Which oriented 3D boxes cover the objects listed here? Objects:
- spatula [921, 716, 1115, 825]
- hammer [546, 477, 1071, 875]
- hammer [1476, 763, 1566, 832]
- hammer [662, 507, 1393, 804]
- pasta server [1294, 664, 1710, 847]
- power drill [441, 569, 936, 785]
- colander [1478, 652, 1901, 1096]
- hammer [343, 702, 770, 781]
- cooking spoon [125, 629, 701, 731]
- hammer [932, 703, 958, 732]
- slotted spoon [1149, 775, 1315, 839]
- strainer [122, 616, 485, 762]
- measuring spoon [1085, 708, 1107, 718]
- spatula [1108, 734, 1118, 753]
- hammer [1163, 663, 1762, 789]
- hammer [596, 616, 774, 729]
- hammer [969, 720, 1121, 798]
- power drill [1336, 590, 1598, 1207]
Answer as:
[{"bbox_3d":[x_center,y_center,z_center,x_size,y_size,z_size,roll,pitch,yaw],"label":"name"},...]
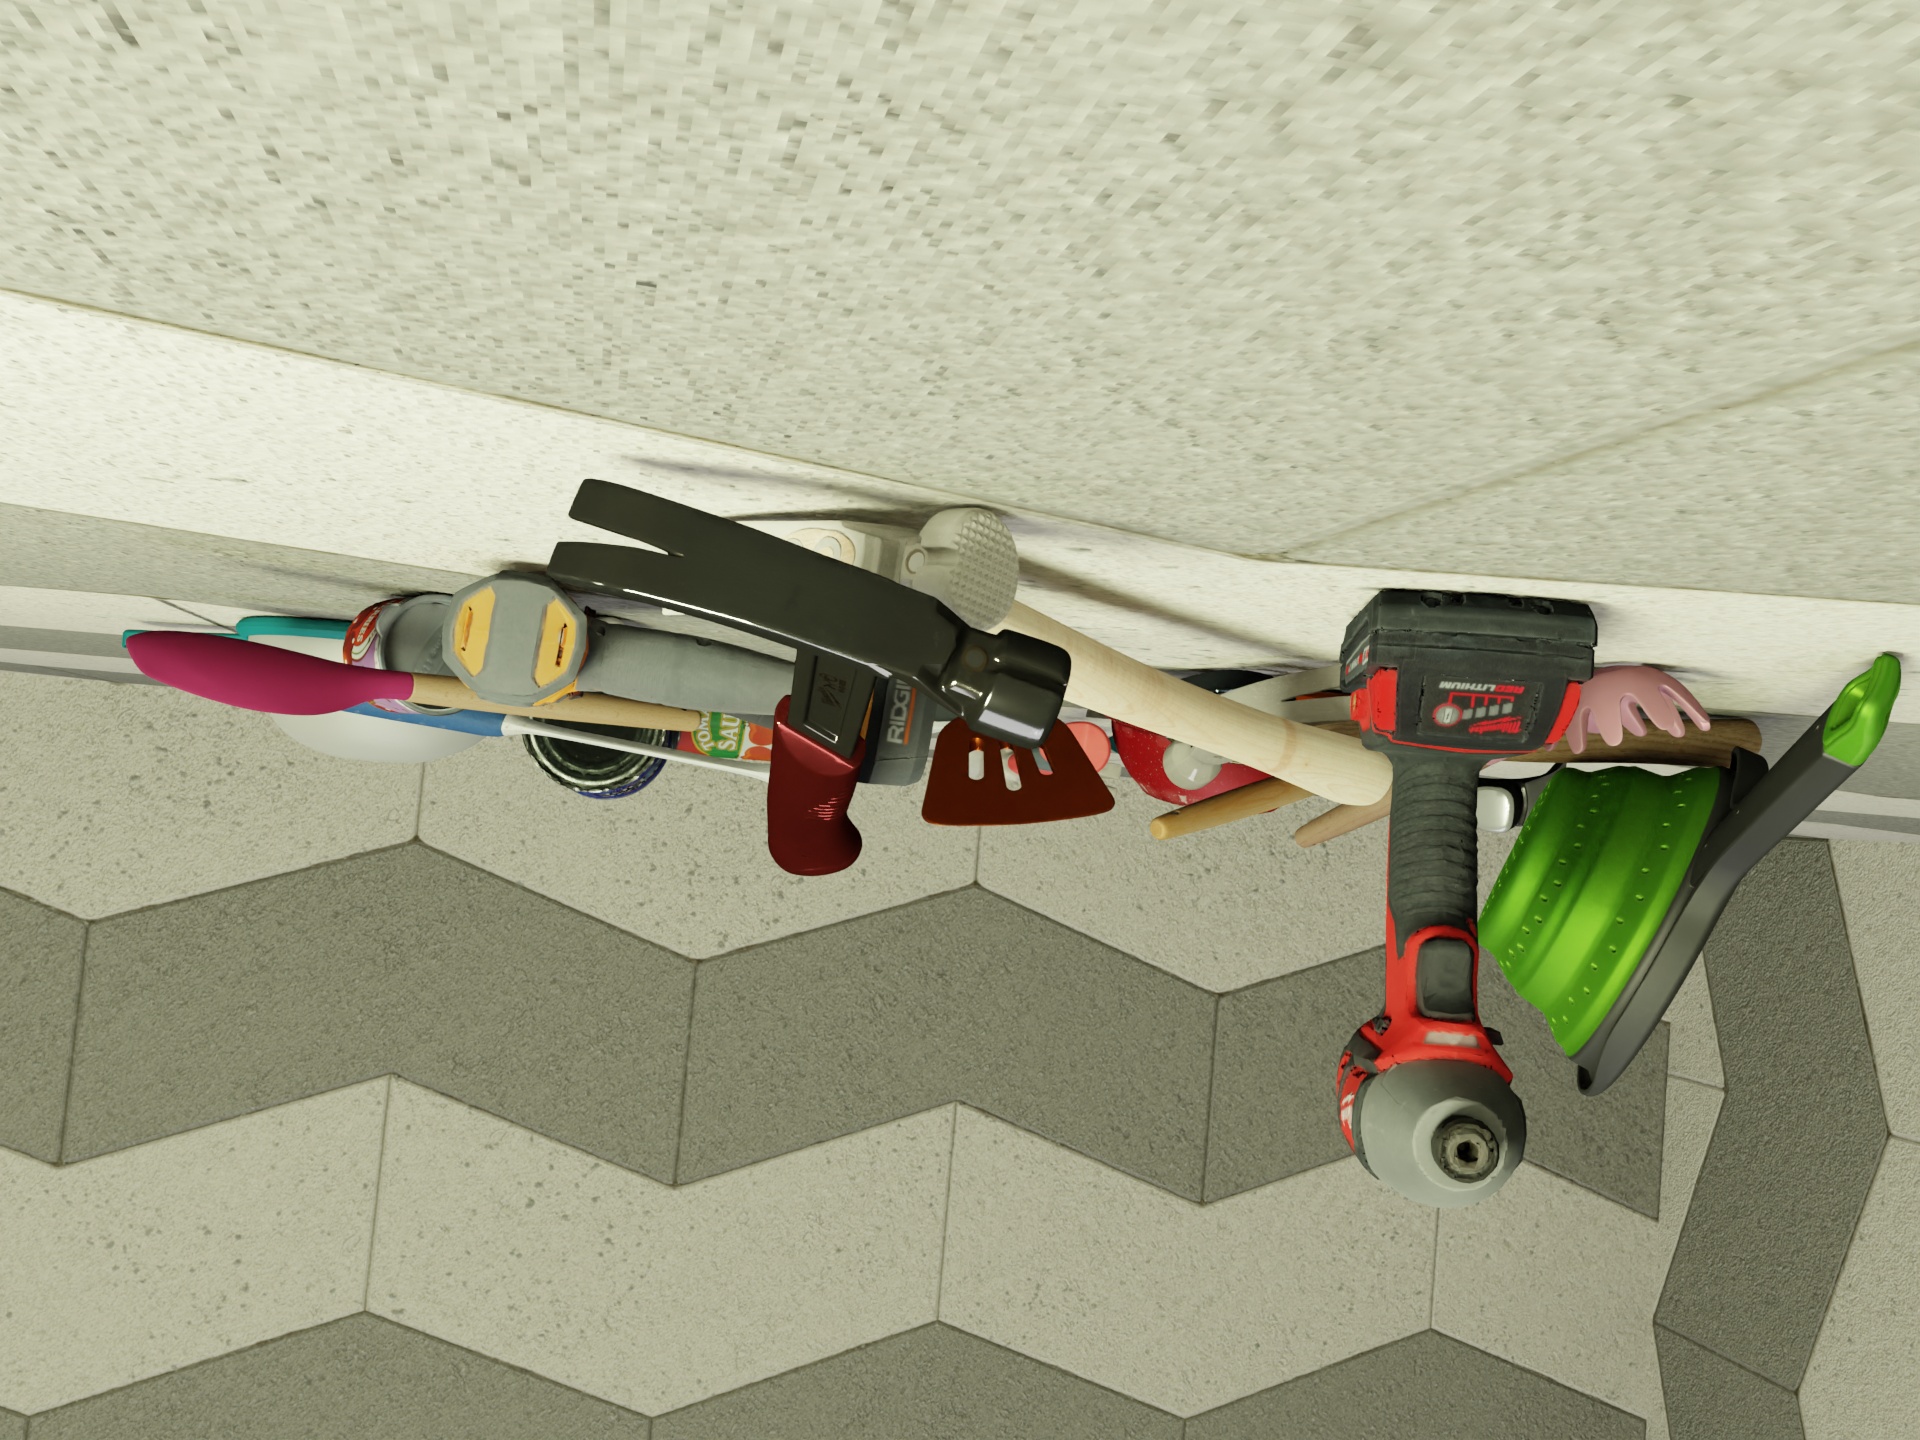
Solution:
[{"bbox_3d":[0.012,0.002,0.805,0.081,0.041,0.323,-4,-172,-4],"label":"spatula"},{"bbox_3d":[-0.064,0.011,0.609,0.149,0.037,0.359,19,164,-3],"label":"hammer"},{"bbox_3d":[0.260,0.027,1.153,0.337,0.034,0.127,10,-165,39],"label":"hammer"},{"bbox_3d":[0.066,-0.012,0.670,0.146,0.038,0.410,4,171,39],"label":"hammer"},{"bbox_3d":[0.260,0.031,0.830,0.060,0.040,0.316,-7,165,-21],"label":"pasta server"},{"bbox_3d":[-0.138,-0.023,0.795,0.226,0.084,0.185,10,178,-13],"label":"power drill"},{"bbox_3d":[0.340,0.057,0.795,0.094,0.204,0.396,27,159,17],"label":"colander"},{"bbox_3d":[-0.268,0.003,0.974,0.405,0.035,0.144,11,-174,1],"label":"hammer"},{"bbox_3d":[-0.267,-0.016,0.836,0.318,0.017,0.069,8,-154,-46],"label":"cooking spoon"},{"bbox_3d":[-0.002,-0.004,1.139,0.128,0.033,0.331,-6,179,2],"label":"hammer"},{"bbox_3d":[0.230,0.034,0.987,0.313,0.031,0.070,-13,-160,-38],"label":"slotted spoon"},{"bbox_3d":[-0.488,-0.020,1.195,0.340,0.095,0.211,3,176,15],"label":"strainer"},{"bbox_3d":[0.111,-0.011,1.183,0.034,0.018,0.124,5,-177,4],"label":"measuring spoon"},{"bbox_3d":[0.176,0.028,1.457,0.082,0.044,0.317,30,-179,5],"label":"spatula"},{"bbox_3d":[0.288,0.008,0.875,0.331,0.031,0.130,1,161,-11],"label":"hammer"},{"bbox_3d":[-0.167,-0.018,1.060,0.146,0.035,0.334,3,171,37],"label":"hammer"},{"bbox_3d":[0.085,0.033,1.234,0.143,0.038,0.386,11,176,-4],"label":"hammer"},{"bbox_3d":[0.181,0.067,0.596,0.078,0.220,0.143,4,177,7],"label":"power drill"}]
